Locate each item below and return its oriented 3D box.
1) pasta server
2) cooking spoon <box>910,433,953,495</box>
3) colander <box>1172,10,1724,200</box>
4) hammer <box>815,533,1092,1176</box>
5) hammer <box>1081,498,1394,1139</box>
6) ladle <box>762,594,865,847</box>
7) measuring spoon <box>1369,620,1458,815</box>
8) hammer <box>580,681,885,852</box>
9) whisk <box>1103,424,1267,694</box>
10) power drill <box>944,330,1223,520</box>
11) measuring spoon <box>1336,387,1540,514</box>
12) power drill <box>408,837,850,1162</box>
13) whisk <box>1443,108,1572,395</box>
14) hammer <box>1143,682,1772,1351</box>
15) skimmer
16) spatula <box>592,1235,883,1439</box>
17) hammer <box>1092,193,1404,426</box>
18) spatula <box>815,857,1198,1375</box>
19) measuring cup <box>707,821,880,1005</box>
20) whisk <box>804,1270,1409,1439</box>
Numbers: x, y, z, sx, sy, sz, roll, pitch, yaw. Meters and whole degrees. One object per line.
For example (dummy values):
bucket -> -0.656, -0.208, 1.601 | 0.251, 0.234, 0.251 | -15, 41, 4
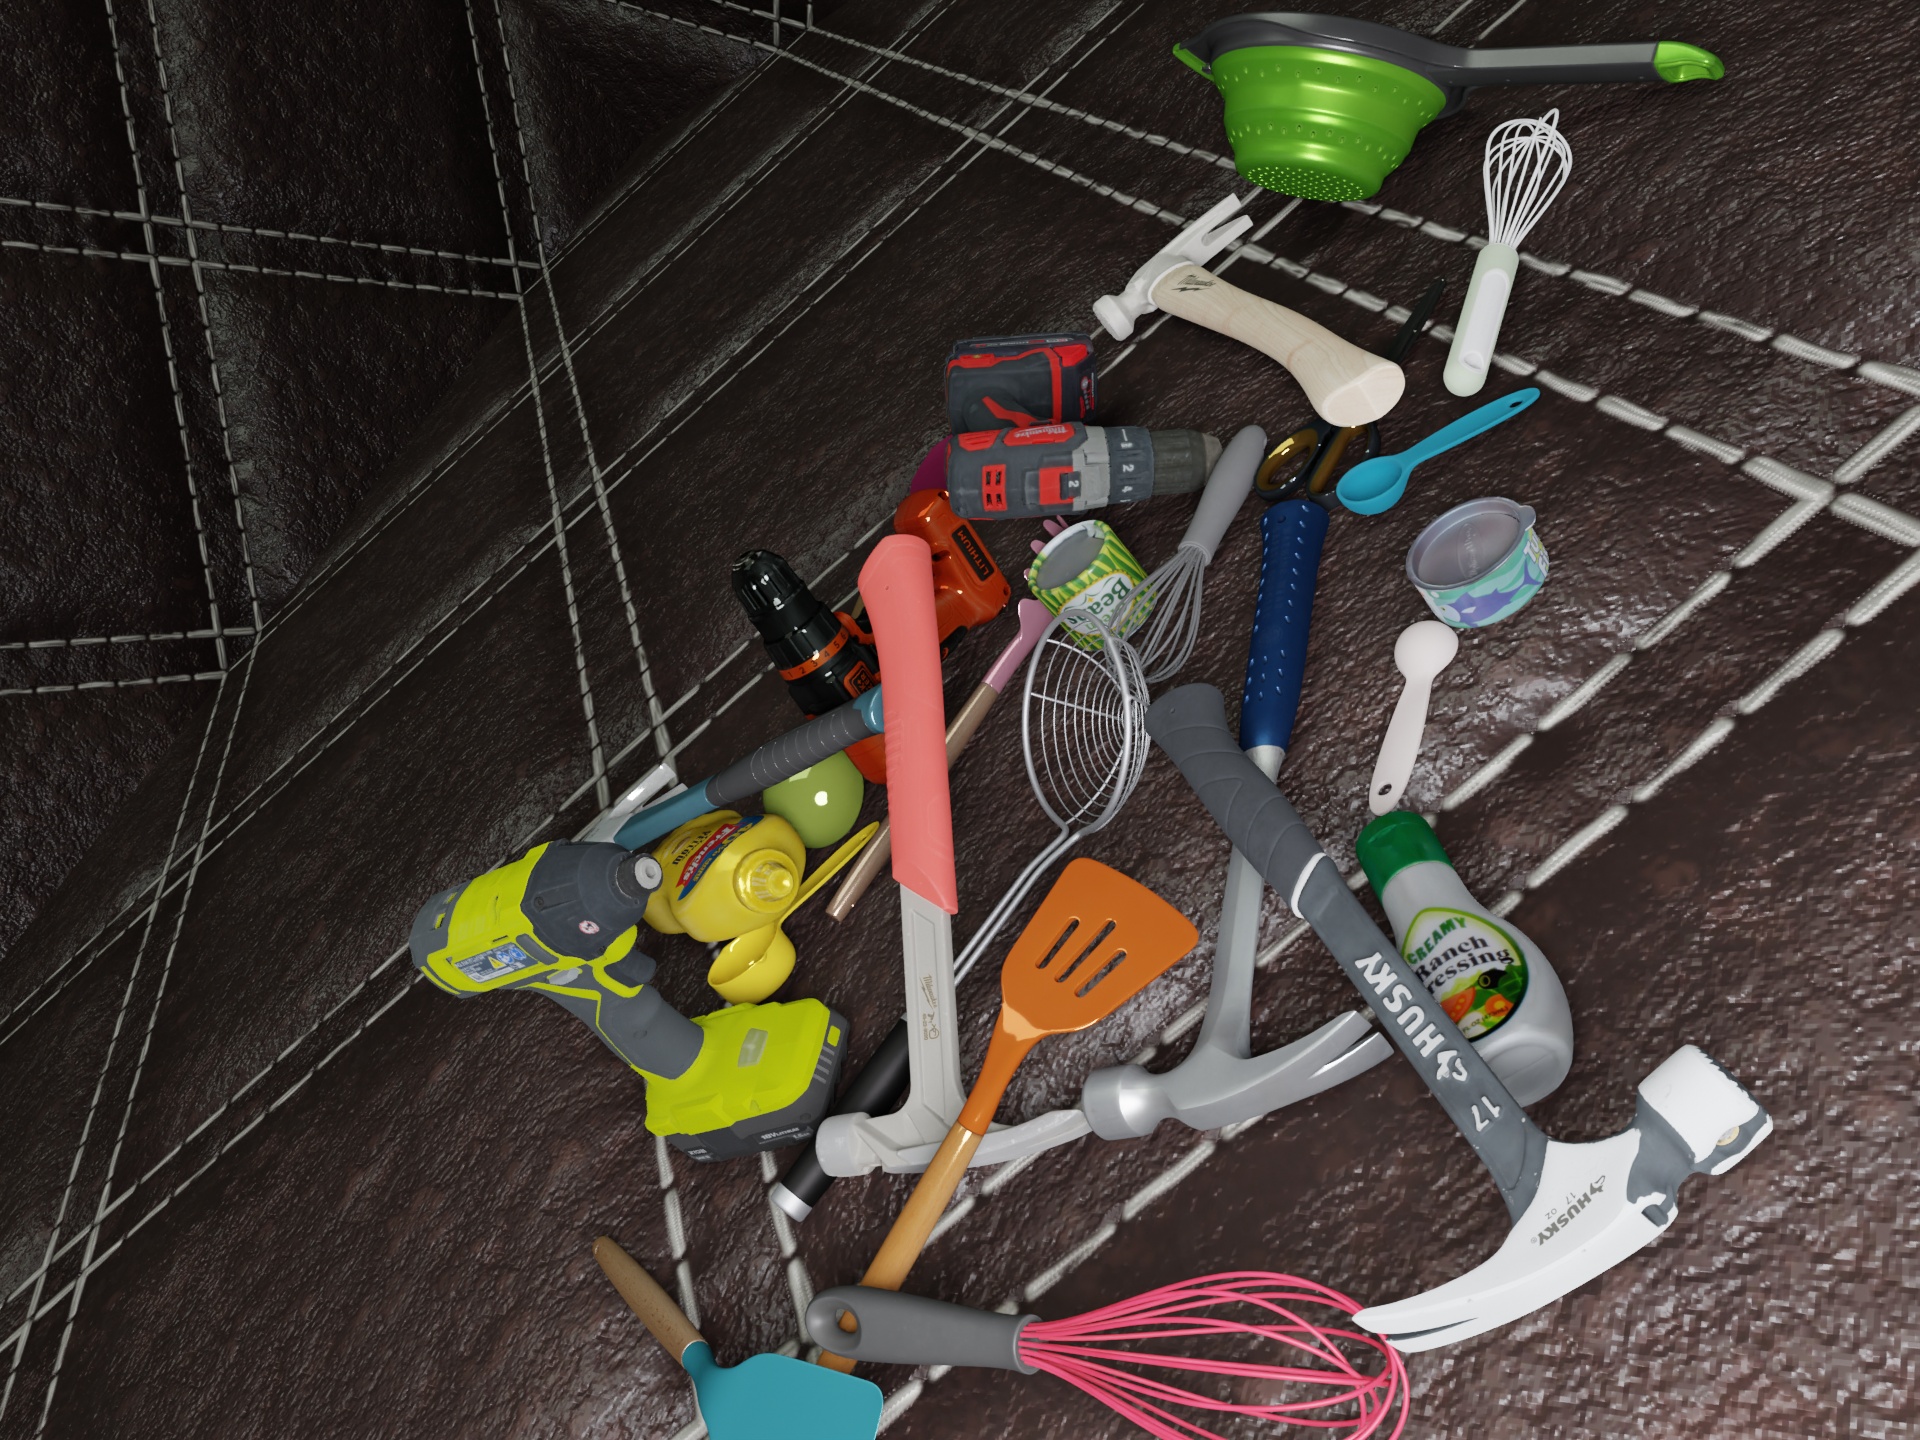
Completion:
pasta server -> -0.002, -0.003, 1.062 | 0.040, 0.060, 0.316 | 30, 75, 15
cooking spoon -> -0.019, -0.143, 1.273 | 0.069, 0.017, 0.319 | -29, 33, 26
colander -> 0.328, -0.428, 1.136 | 0.397, 0.204, 0.094 | 18, 100, 40
hammer -> -0.013, 0.057, 0.859 | 0.149, 0.036, 0.359 | -16, 62, 24
hammer -> 0.162, 0.026, 0.832 | 0.144, 0.035, 0.406 | -20, 38, 36
ladle -> -0.083, -0.027, 1.197 | 0.078, 0.062, 0.320 | -24, 29, 26
measuring spoon -> 0.226, -0.005, 0.812 | 0.034, 0.018, 0.124 | -10, 45, 44
hammer -> -0.151, 0.042, 1.051 | 0.331, 0.033, 0.128 | -25, 21, 37
whisk -> 0.147, -0.109, 1.008 | 0.055, 0.055, 0.239 | -8, 42, 45
power drill -> 0.077, -0.210, 1.144 | 0.188, 0.080, 0.227 | -4, 30, -3
measuring spoon -> 0.284, -0.156, 0.937 | 0.128, 0.021, 0.042 | -28, 33, 8
power drill -> -0.172, 0.153, 0.887 | 0.171, 0.223, 0.080 | -21, 38, 34
whisk -> 0.344, -0.300, 1.010 | 0.059, 0.058, 0.246 | 119, 175, -63
hammer -> 0.157, 0.086, 0.686 | 0.149, 0.036, 0.409 | -46, 27, 11
skimmer -> -0.009, 0.103, 0.885 | 0.363, 0.090, 0.127 | -53, 21, -13
spatula -> -0.134, 0.320, 0.813 | 0.317, 0.044, 0.082 | 2, 71, 63
hammer -> 0.217, -0.293, 1.141 | 0.146, 0.038, 0.411 | -39, 28, 6
spatula -> -0.002, 0.214, 0.752 | 0.081, 0.041, 0.322 | 31, 92, 37
measuring cup -> -0.100, 0.127, 1.040 | 0.156, 0.029, 0.062 | -44, 20, -25
whisk -> 0.044, 0.255, 0.648 | 0.296, 0.073, 0.073 | -11, 43, 39
